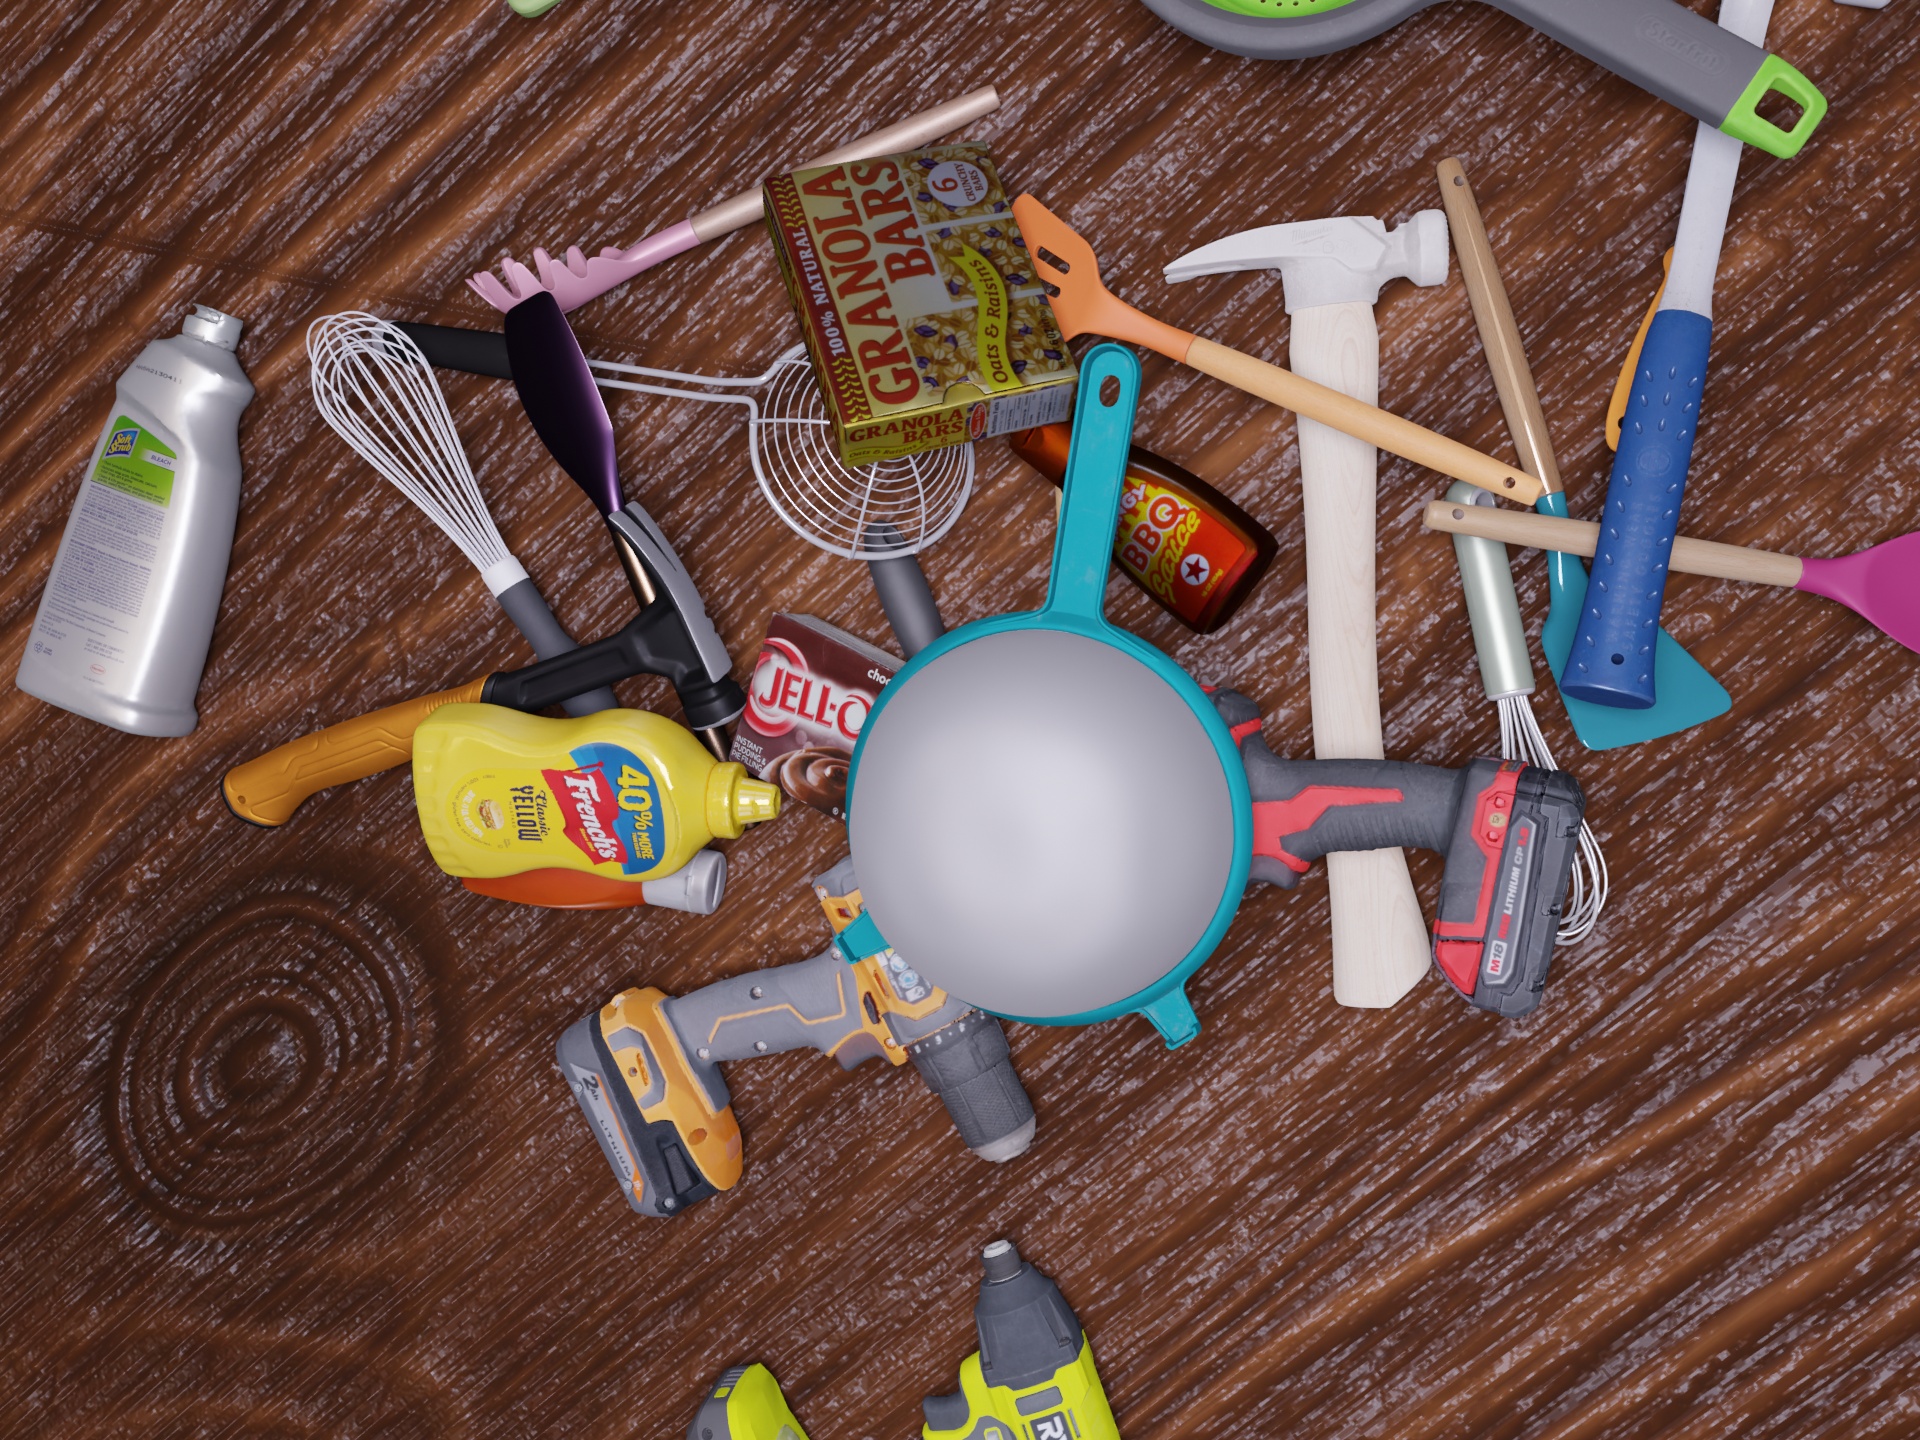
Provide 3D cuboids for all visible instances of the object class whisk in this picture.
[{"bbox_3d":[0.000,-0.003,0.874,0.055,0.055,0.239,-25,82,10],"label":"whisk"},{"bbox_3d":[-0.278,-0.110,0.910,0.070,0.070,0.284,-32,96,10],"label":"whisk"},{"bbox_3d":[0.285,-0.006,0.820,0.057,0.059,0.246,-8,84,-26],"label":"whisk"}]

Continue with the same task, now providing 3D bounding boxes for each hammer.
[{"bbox_3d":[-0.290,-0.011,0.903,0.337,0.034,0.127,-18,107,20],"label":"hammer"},{"bbox_3d":[0.346,-0.206,0.772,0.144,0.035,0.405,13,82,11],"label":"hammer"},{"bbox_3d":[0.192,-0.055,0.839,0.146,0.038,0.410,-3,90,12],"label":"hammer"}]

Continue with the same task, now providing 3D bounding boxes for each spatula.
[{"bbox_3d":[0.143,-0.180,0.813,0.323,0.041,0.081,28,109,18],"label":"spatula"},{"bbox_3d":[0.300,-0.143,0.813,0.082,0.044,0.317,-16,86,-7],"label":"spatula"},{"bbox_3d":[-0.180,-0.082,0.888,0.060,0.018,0.316,-16,101,38],"label":"spatula"}]

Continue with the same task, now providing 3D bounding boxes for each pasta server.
[{"bbox_3d":[-0.128,-0.294,0.896,0.316,0.060,0.040,-21,113,8],"label":"pasta server"}]

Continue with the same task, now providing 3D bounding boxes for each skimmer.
[{"bbox_3d":[-0.171,-0.178,0.908,0.363,0.090,0.127,13,74,21],"label":"skimmer"}]

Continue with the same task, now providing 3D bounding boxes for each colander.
[{"bbox_3d":[0.235,-0.380,0.794,0.397,0.094,0.204,35,97,10],"label":"colander"}]

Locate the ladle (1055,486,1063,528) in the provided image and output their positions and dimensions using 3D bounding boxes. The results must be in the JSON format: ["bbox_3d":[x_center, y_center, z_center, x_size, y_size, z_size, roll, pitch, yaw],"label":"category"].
[{"bbox_3d":[0.068,-0.007,0.860,0.031,0.069,0.315,-9,83,39],"label":"ladle"}]

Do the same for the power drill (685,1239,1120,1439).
[{"bbox_3d":[-0.029,0.394,0.870,0.223,0.080,0.171,-20,88,7],"label":"power drill"}]

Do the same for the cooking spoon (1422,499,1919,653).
[{"bbox_3d":[0.387,-0.078,0.785,0.319,0.017,0.069,9,87,-1],"label":"cooking spoon"}]

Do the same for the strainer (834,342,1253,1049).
[{"bbox_3d":[0.037,-0.006,0.746,0.211,0.095,0.340,12,103,17],"label":"strainer"}]

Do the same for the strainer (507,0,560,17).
[{"bbox_3d":[-0.128,-0.445,0.878,0.256,0.069,0.151,-22,89,11],"label":"strainer"}]

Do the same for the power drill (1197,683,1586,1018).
[{"bbox_3d":[0.184,0.068,0.790,0.220,0.078,0.143,13,98,23],"label":"power drill"}]

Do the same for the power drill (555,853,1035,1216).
[{"bbox_3d":[-0.083,0.191,0.876,0.226,0.084,0.185,-28,87,5],"label":"power drill"}]

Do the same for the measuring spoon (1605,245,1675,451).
[{"bbox_3d":[0.353,-0.191,0.809,0.021,0.011,0.117,21,85,6],"label":"measuring spoon"}]
